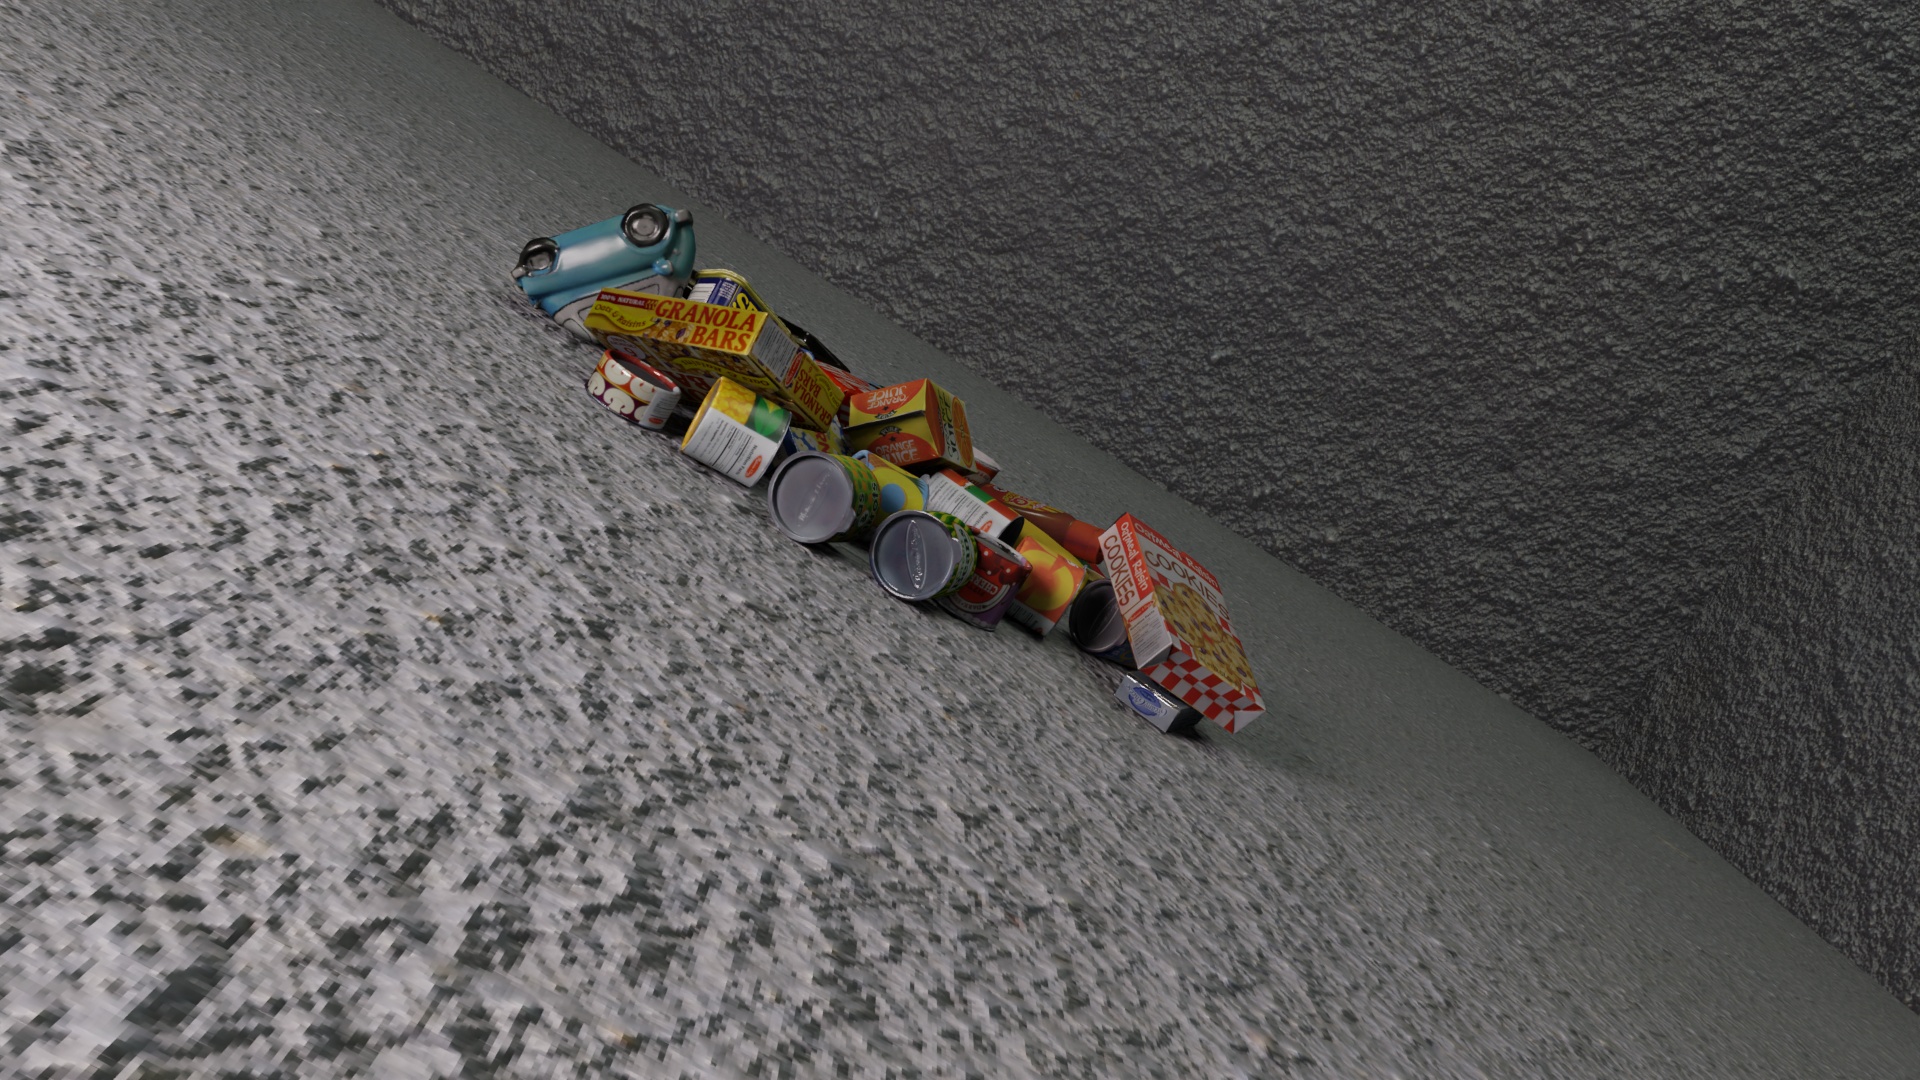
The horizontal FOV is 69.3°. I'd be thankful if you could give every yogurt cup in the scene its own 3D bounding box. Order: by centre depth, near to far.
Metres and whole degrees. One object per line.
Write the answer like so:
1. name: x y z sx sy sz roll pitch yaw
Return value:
1. yogurt cup: 0.003 -0.076 1.536 0.072 0.054 0.072 31 10 -6

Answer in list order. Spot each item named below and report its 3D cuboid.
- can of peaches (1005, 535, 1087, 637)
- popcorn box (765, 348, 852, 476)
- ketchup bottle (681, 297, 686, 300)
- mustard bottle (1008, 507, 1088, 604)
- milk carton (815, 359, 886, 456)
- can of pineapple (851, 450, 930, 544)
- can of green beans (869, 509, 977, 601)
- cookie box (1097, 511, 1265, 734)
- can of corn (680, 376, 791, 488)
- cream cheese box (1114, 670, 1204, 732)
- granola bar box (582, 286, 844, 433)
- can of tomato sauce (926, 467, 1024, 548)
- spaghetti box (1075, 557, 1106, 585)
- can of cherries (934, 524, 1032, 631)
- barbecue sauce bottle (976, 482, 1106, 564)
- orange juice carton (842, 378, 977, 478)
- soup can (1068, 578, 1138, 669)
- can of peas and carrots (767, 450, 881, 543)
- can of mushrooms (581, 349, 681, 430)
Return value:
1. can of peaches: 0.064 0.036 1.157 0.058 0.071 0.071 31 10 -1
2. popcorn box: -0.143 -0.108 1.168 0.085 0.038 0.127 14 48 -57
3. ketchup bottle: -0.235 -0.189 1.298 0.148 0.064 0.044 34 9 -33
4. mustard bottle: 0.055 0.005 1.333 0.065 0.048 0.161 22 14 -44
5. milk carton: -0.119 -0.122 1.345 0.072 0.073 0.190 38 12 28
6. can of pineapple: -0.066 -0.032 1.098 0.058 0.071 0.071 28 11 -24
7. can of green beans: -0.026 0.011 1.023 0.071 0.071 0.058 35 10 14
8. cookie box: 0.184 0.066 1.166 0.123 0.040 0.168 34 27 -30
9. can of corn: -0.167 -0.082 1.036 0.058 0.071 0.071 29 11 -17
10. cream cheese box: 0.168 0.131 1.146 0.053 0.024 0.104 36 11 22
11. granola bar box: -0.190 -0.138 1.075 0.165 0.039 0.124 13 -18 29
12. can of tomato sauce: 0.004 -0.015 1.235 0.083 0.071 0.071 34 10 15
13. spaghetti box: 0.113 0.018 1.496 0.050 0.028 0.251 29 11 -16
14. can of cherries: 0.014 0.029 1.078 0.071 0.058 0.071 31 10 -6
15. barbecue sauce bottle: 0.080 -0.016 1.425 0.149 0.043 0.065 21 15 23
16. orange juice carton: -0.045 -0.096 1.249 0.072 0.073 0.193 -11 -5 12
17. soup can: 0.148 0.077 1.221 0.084 0.071 0.071 23 14 -44
18. can of peas and carrots: -0.095 -0.030 1.006 0.071 0.071 0.059 35 10 15
19. can of mushrooms: -0.248 -0.115 1.048 0.071 0.033 0.071 31 11 -7
